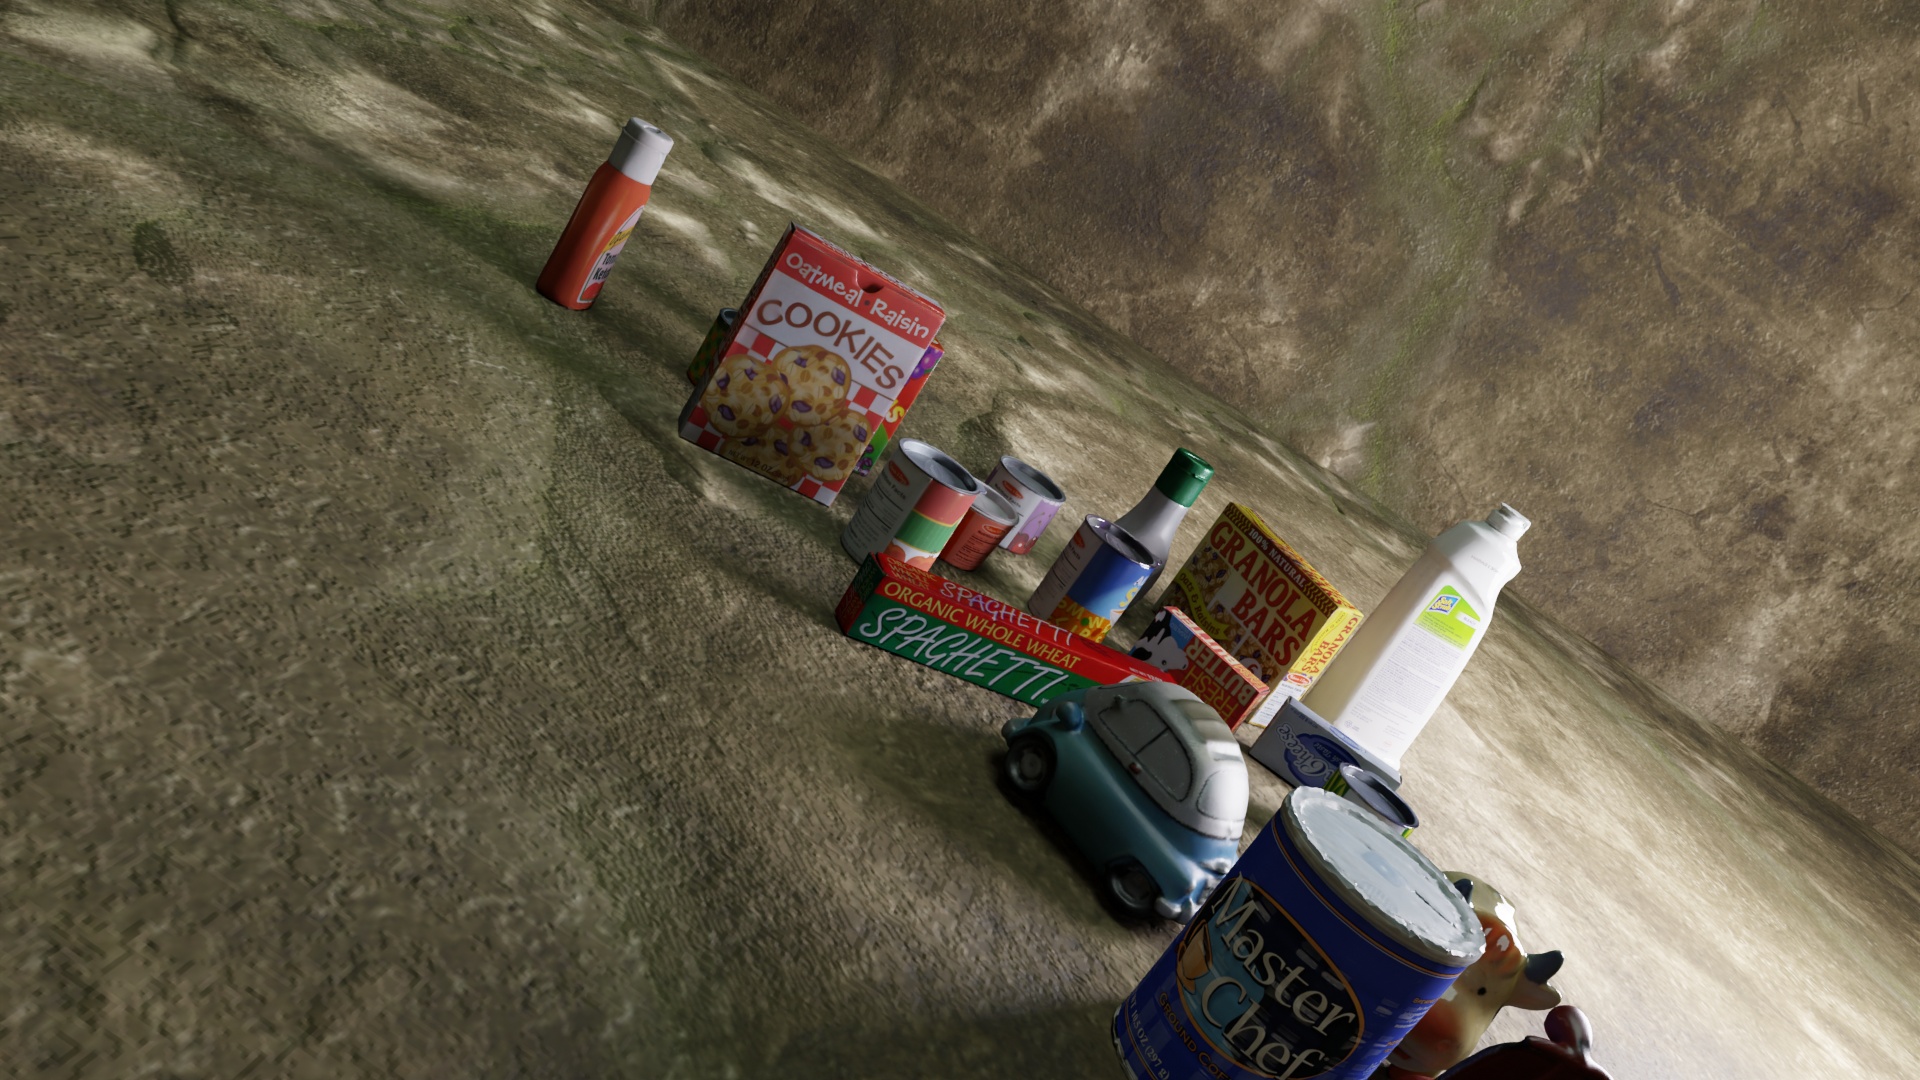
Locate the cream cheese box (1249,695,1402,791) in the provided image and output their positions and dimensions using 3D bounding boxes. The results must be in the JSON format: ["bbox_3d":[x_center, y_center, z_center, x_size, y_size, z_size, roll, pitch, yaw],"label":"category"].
[{"bbox_3d":[0.278,0.171,1.061,0.104,0.053,0.024,36,17,7],"label":"cream cheese box"}]

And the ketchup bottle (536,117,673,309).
[{"bbox_3d":[-0.271,-0.250,1.064,0.043,0.148,0.065,32,17,-5],"label":"ketchup bottle"}]

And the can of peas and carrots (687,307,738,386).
[{"bbox_3d":[-0.173,-0.142,1.097,0.071,0.058,0.071,30,18,-10],"label":"can of peas and carrots"}]

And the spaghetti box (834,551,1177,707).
[{"bbox_3d":[0.036,0.074,0.903,0.250,0.050,0.029,23,20,-28],"label":"spaghetti box"}]

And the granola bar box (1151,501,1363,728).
[{"bbox_3d":[0.248,0.062,1.180,0.039,0.124,0.166,21,21,-35],"label":"granola bar box"}]

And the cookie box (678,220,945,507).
[{"bbox_3d":[-0.105,-0.122,0.981,0.123,0.167,0.040,26,19,-22],"label":"cookie box"}]

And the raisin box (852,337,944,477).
[{"bbox_3d":[-0.082,-0.122,1.095,0.086,0.123,0.040,23,20,-30],"label":"raisin box"}]

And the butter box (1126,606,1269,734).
[{"bbox_3d":[0.184,0.103,1.078,0.104,0.053,0.024,43,19,27],"label":"butter box"}]

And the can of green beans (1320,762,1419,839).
[{"bbox_3d":[0.277,0.200,0.975,0.071,0.057,0.071,30,18,-10],"label":"can of green beans"}]

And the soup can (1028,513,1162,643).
[{"bbox_3d":[0.104,0.034,1.070,0.071,0.083,0.071,30,18,-10],"label":"soup can"}]

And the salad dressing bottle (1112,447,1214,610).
[{"bbox_3d":[0.158,-0.009,1.172,0.064,0.147,0.044,25,19,-26],"label":"salad dressing bottle"}]

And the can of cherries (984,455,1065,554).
[{"bbox_3d":[0.048,-0.030,1.183,0.071,0.058,0.072,30,18,-10],"label":"can of cherries"}]

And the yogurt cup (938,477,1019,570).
[{"bbox_3d":[0.004,-0.013,1.071,0.072,0.053,0.072,30,18,-10],"label":"yogurt cup"}]

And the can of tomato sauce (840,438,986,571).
[{"bbox_3d":[-0.034,-0.018,0.971,0.071,0.083,0.071,30,18,-10],"label":"can of tomato sauce"}]
